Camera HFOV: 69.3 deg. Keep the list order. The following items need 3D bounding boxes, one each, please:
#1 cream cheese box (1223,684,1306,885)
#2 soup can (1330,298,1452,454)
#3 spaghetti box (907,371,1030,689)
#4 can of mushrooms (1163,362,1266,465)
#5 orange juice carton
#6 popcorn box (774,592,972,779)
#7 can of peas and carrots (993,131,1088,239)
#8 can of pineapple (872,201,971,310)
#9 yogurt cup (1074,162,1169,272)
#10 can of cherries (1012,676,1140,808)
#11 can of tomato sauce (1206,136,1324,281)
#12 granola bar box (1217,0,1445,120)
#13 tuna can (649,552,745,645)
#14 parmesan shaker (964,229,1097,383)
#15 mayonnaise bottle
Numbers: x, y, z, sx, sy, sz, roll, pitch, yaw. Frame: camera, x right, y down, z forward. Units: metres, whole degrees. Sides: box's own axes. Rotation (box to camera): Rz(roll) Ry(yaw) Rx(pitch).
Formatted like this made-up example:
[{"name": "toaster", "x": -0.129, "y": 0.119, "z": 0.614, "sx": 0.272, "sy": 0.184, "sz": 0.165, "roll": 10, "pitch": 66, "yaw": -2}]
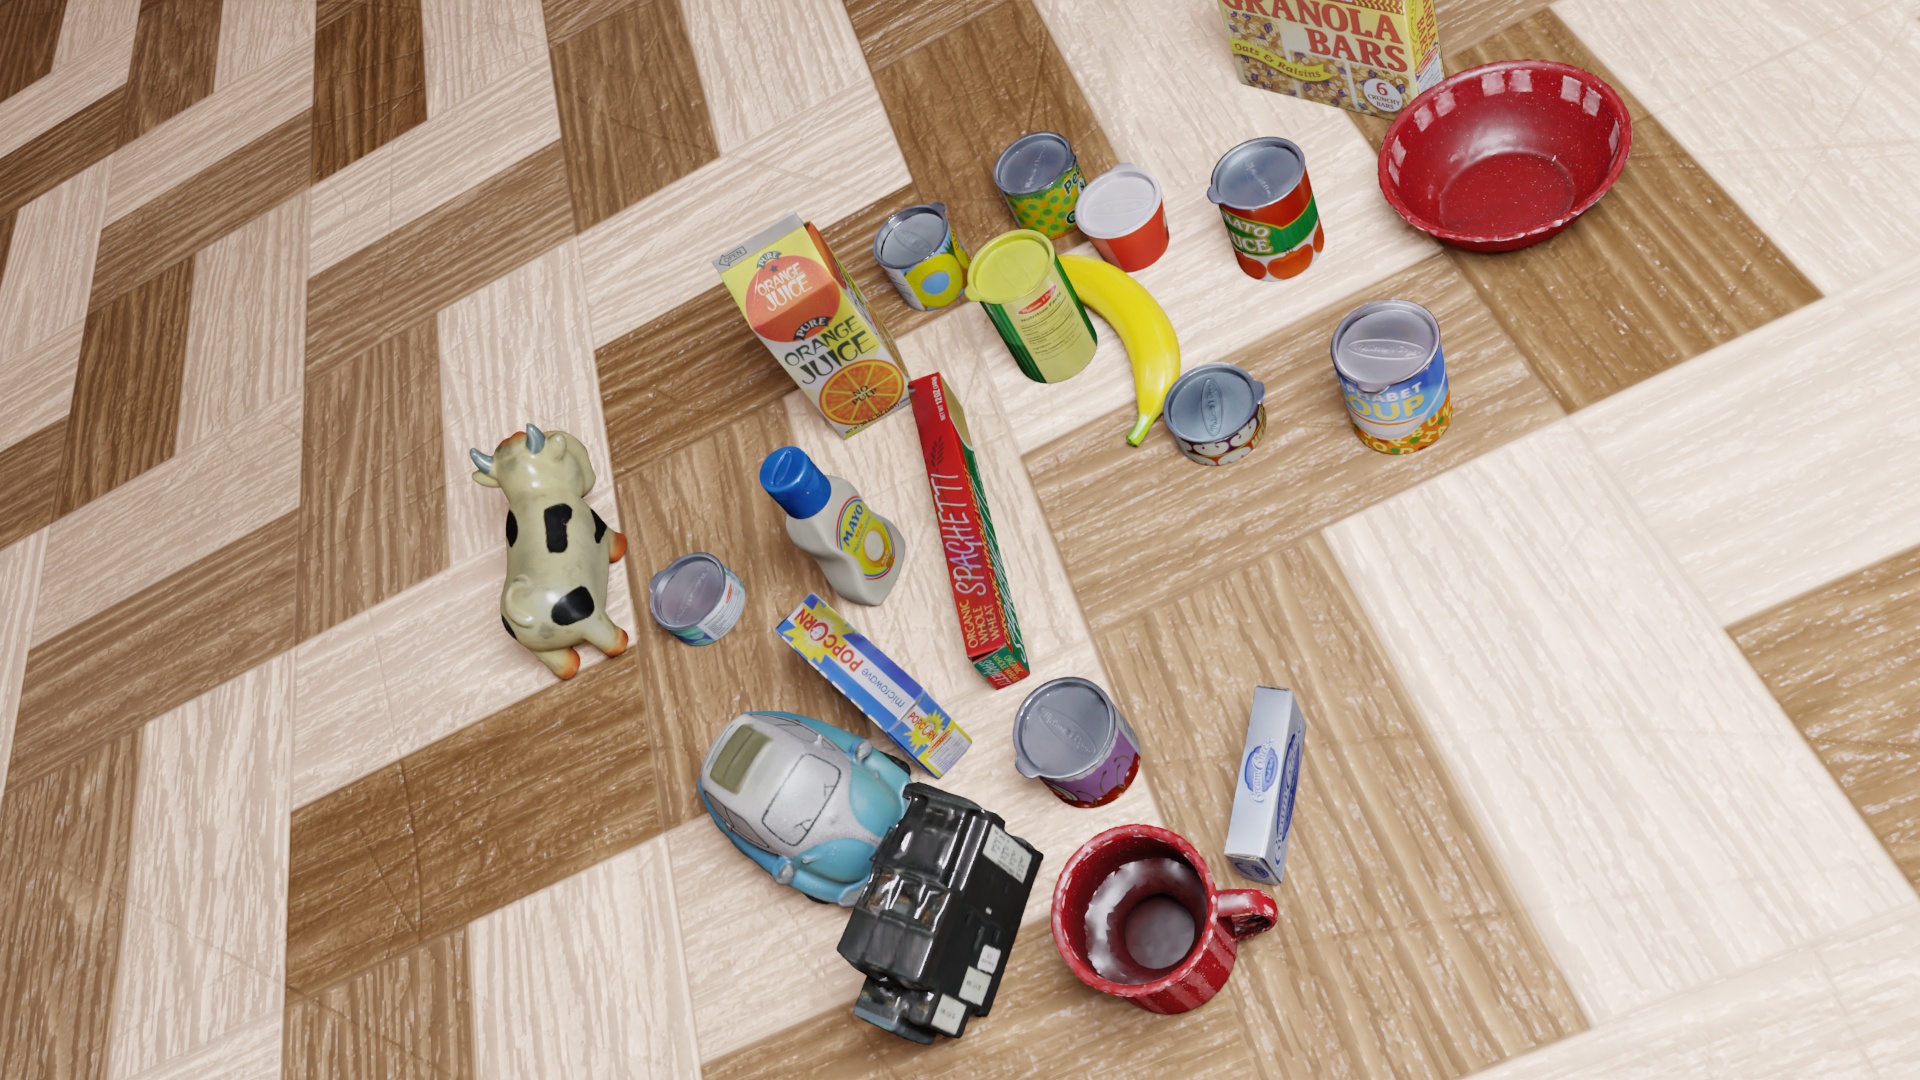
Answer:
[{"name": "cream cheese box", "x": 0.179, "y": 0.142, "z": 0.806, "sx": 0.024, "sy": 0.053, "sz": 0.104, "roll": 3, "pitch": 62, "yaw": 27}, {"name": "soup can", "x": 0.277, "y": -0.101, "z": 0.891, "sx": 0.071, "sy": 0.083, "sz": 0.071, "roll": -12, "pitch": 56, "yaw": 19}, {"name": "spaghetti box", "x": 0.004, "y": -0.012, "z": 0.987, "sx": 0.028, "sy": 0.050, "sz": 0.251, "roll": -22, "pitch": 54, "yaw": 12}, {"name": "can of mushrooms", "x": 0.179, "y": -0.087, "z": 0.961, "sx": 0.071, "sy": 0.033, "sz": 0.071, "roll": -12, "pitch": 56, "yaw": 19}, {"name": "orange juice carton", "x": -0.109, "y": -0.167, "z": 1.046, "sx": 0.072, "sy": 0.192, "sz": 0.073, "roll": -29, "pitch": 53, "yaw": 7}, {"name": "popcorn box", "x": -0.057, "y": 0.097, "z": 0.926, "sx": 0.038, "sy": 0.085, "sz": 0.127, "roll": -48, "pitch": 53, "yaw": -7}, {"name": "can of peas and carrots", "x": 0.070, "y": -0.285, "z": 1.119, "sx": 0.071, "sy": 0.058, "sz": 0.071, "roll": -12, "pitch": 56, "yaw": 19}, {"name": "can of pineapple", "x": -0.028, "y": -0.231, "z": 1.133, "sx": 0.071, "sy": 0.057, "sz": 0.071, "roll": -12, "pitch": 56, "yaw": 19}, {"name": "yogurt cup", "x": 0.128, "y": -0.244, "z": 1.069, "sx": 0.072, "sy": 0.053, "sz": 0.073, "roll": -12, "pitch": 56, "yaw": 19}, {"name": "can of cherries", "x": 0.071, "y": 0.128, "z": 0.863, "sx": 0.071, "sy": 0.058, "sz": 0.072, "roll": -12, "pitch": 56, "yaw": 19}, {"name": "can of tomato sauce", "x": 0.221, "y": -0.236, "z": 1.001, "sx": 0.071, "sy": 0.083, "sz": 0.071, "roll": -12, "pitch": 56, "yaw": 19}, {"name": "granola bar box", "x": 0.275, "y": -0.384, "z": 1.041, "sx": 0.166, "sy": 0.124, "sz": 0.039, "roll": 29, "pitch": 76, "yaw": 36}, {"name": "tuna can", "x": -0.202, "y": 0.045, "z": 1.061, "sx": 0.071, "sy": 0.032, "sz": 0.071, "roll": -12, "pitch": 56, "yaw": 19}, {"name": "parmesan shaker", "x": 0.052, "y": -0.170, "z": 1.028, "sx": 0.071, "sy": 0.102, "sz": 0.071, "roll": -12, "pitch": 57, "yaw": 19}, {"name": "mayonnaise bottle", "x": -0.089, "y": -0.012, "z": 0.969, "sx": 0.041, "sy": 0.147, "sz": 0.065, "roll": 7, "pitch": 65, "yaw": 29}]
